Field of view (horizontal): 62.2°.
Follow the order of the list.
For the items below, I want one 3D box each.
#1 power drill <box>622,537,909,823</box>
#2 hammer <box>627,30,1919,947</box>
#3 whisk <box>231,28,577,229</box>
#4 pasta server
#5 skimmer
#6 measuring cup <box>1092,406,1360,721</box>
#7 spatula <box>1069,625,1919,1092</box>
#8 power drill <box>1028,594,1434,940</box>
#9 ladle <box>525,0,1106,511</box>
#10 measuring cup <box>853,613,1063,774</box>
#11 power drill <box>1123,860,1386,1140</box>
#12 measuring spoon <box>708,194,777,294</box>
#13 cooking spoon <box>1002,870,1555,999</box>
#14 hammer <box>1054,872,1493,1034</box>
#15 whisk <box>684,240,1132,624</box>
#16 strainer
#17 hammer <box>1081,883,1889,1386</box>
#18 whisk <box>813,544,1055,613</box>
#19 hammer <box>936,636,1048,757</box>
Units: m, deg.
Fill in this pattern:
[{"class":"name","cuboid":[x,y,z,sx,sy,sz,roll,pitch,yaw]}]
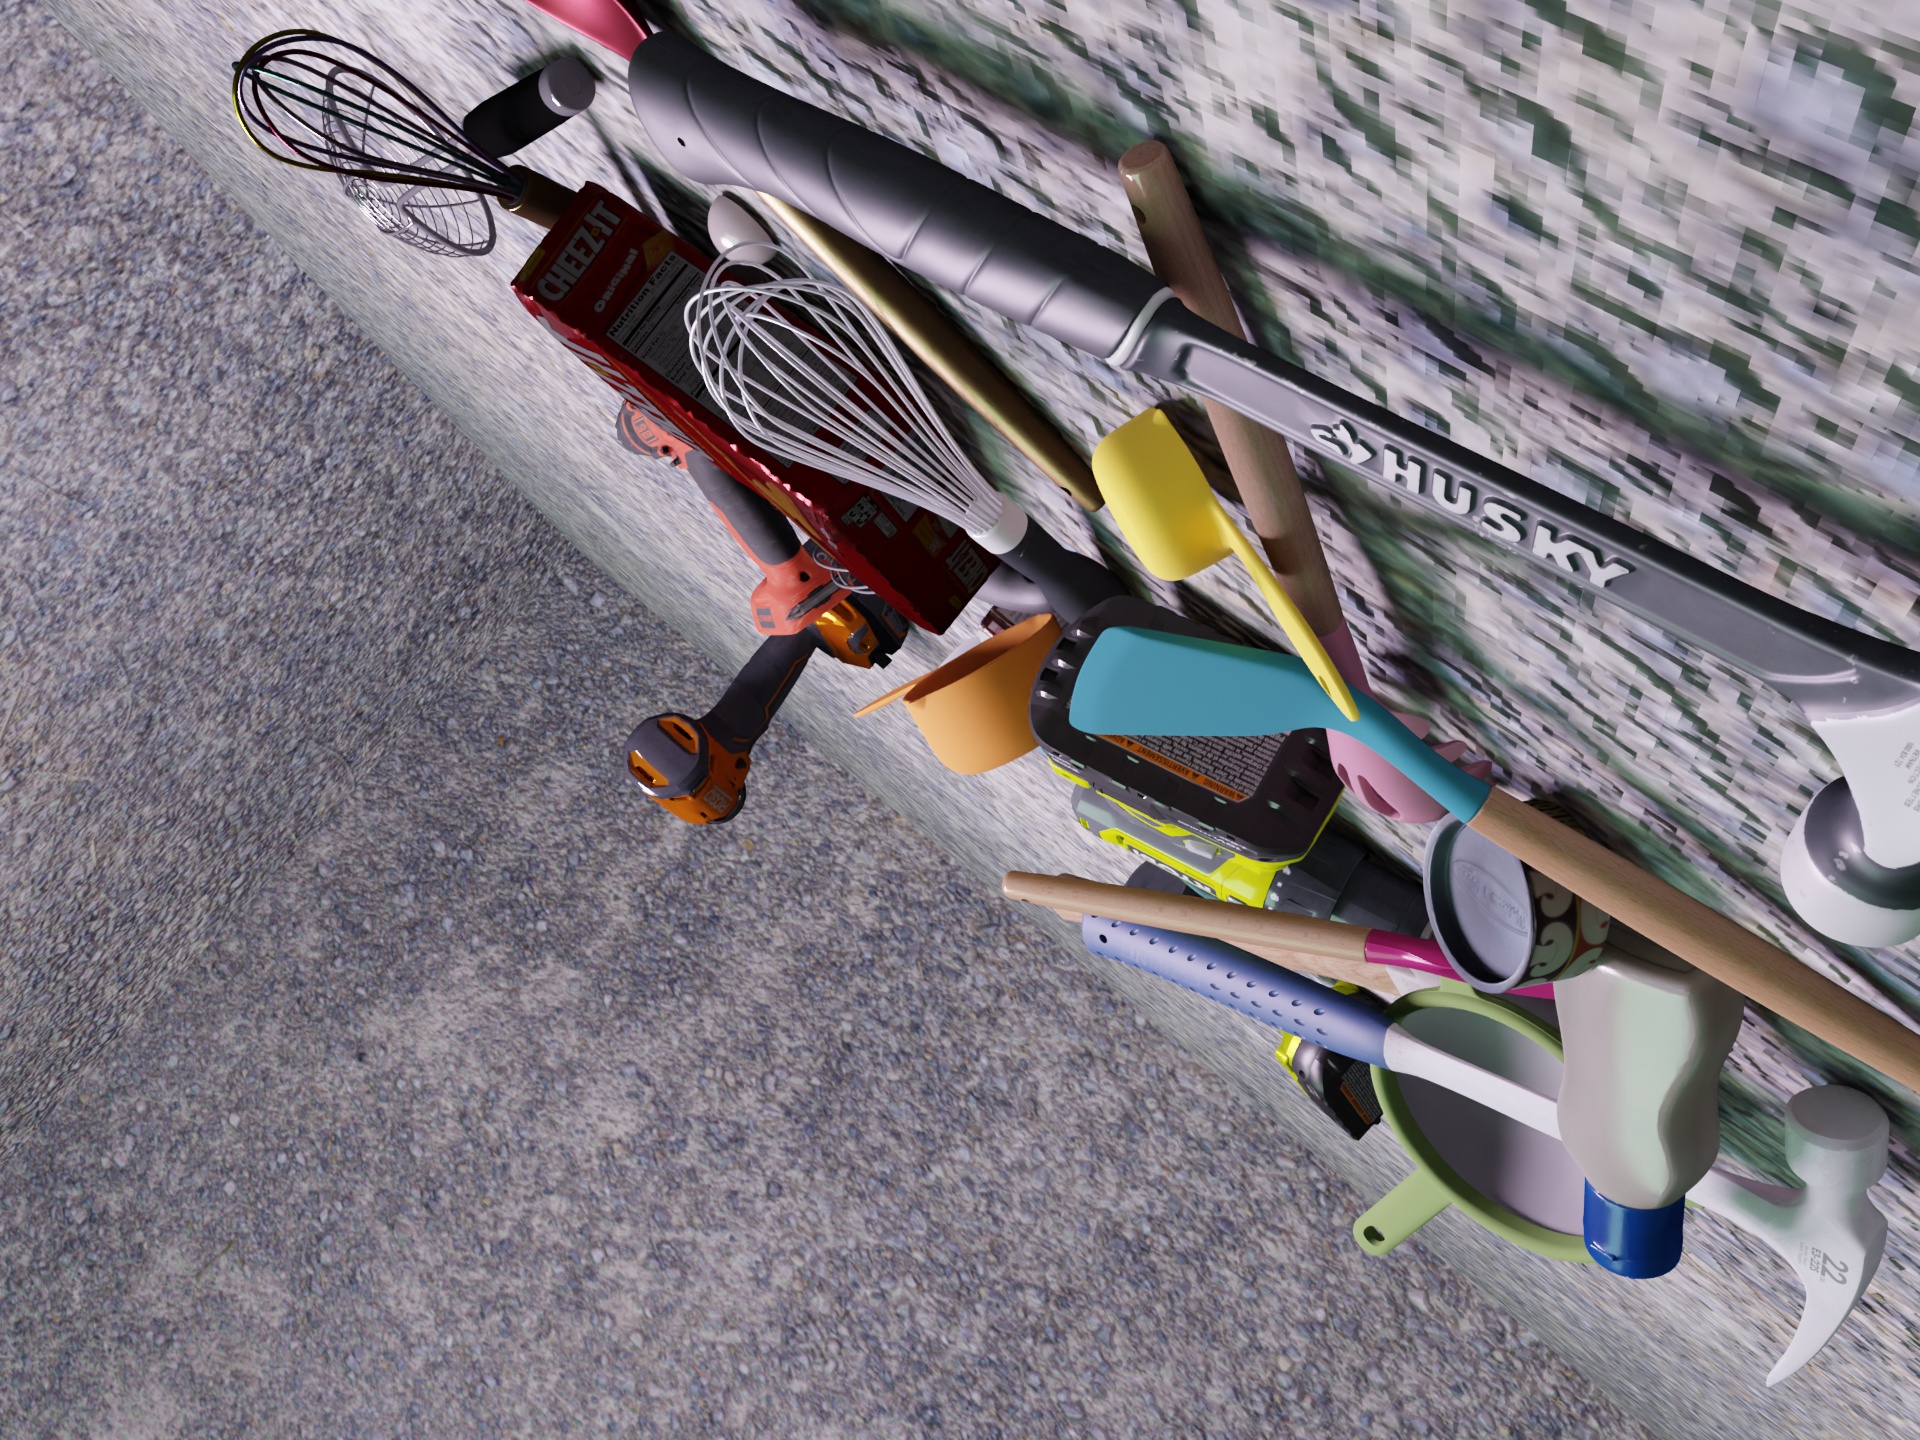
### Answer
[{"class":"power drill","cuboid":[-0.142,-0.017,1.189,0.084,0.226,0.164,39,172,16]},{"class":"hammer","cuboid":[0.058,-0.092,0.392,0.409,0.036,0.149,34,162,27]},{"class":"whisk","cuboid":[-0.217,-0.241,0.707,0.051,0.047,0.245,7,-179,28]},{"class":"pasta server","cuboid":[0.113,-0.054,0.506,0.060,0.040,0.315,34,166,43]},{"class":"skimmer","cuboid":[-0.248,-0.310,0.823,0.127,0.090,0.363,49,159,-29]},{"class":"measuring cup","cuboid":[0.079,-0.044,0.497,0.062,0.029,0.157,58,-174,-41]},{"class":"spatula","cuboid":[0.185,0.050,0.512,0.317,0.044,0.082,31,157,8]},{"class":"power drill","cuboid":[0.130,0.040,0.741,0.191,0.080,0.228,27,170,23]},{"class":"ladle","cuboid":[-0.057,-0.186,0.587,0.315,0.031,0.069,42,175,-16]},{"class":"measuring cup","cuboid":[-0.001,-0.003,0.833,0.173,0.095,0.052,-20,103,56]},{"class":"power drill","cuboid":[0.232,0.206,1.199,0.223,0.080,0.171,39,172,43]},{"class":"measuring spoon","cuboid":[-0.102,-0.205,0.728,0.034,0.018,0.124,41,173,-4]},{"class":"cooking spoon","cuboid":[0.157,0.095,0.704,0.319,0.017,0.068,6,165,32]},{"class":"hammer","cuboid":[0.168,0.127,0.943,0.331,0.031,0.130,6,137,53]},{"class":"whisk","cuboid":[-0.005,-0.094,0.640,0.070,0.070,0.284,34,-179,44]},{"class":"strainer","cuboid":[0.269,0.209,0.808,0.152,0.069,0.256,45,148,20]},{"class":"hammer","cuboid":[0.212,0.162,0.743,0.406,0.035,0.144,19,131,47]},{"class":"whisk","cuboid":[-0.014,-0.085,0.870,0.055,0.055,0.239,46,167,-32]},{"class":"hammer","cuboid":[0.117,0.055,0.984,0.331,0.033,0.128,35,157,18]}]
